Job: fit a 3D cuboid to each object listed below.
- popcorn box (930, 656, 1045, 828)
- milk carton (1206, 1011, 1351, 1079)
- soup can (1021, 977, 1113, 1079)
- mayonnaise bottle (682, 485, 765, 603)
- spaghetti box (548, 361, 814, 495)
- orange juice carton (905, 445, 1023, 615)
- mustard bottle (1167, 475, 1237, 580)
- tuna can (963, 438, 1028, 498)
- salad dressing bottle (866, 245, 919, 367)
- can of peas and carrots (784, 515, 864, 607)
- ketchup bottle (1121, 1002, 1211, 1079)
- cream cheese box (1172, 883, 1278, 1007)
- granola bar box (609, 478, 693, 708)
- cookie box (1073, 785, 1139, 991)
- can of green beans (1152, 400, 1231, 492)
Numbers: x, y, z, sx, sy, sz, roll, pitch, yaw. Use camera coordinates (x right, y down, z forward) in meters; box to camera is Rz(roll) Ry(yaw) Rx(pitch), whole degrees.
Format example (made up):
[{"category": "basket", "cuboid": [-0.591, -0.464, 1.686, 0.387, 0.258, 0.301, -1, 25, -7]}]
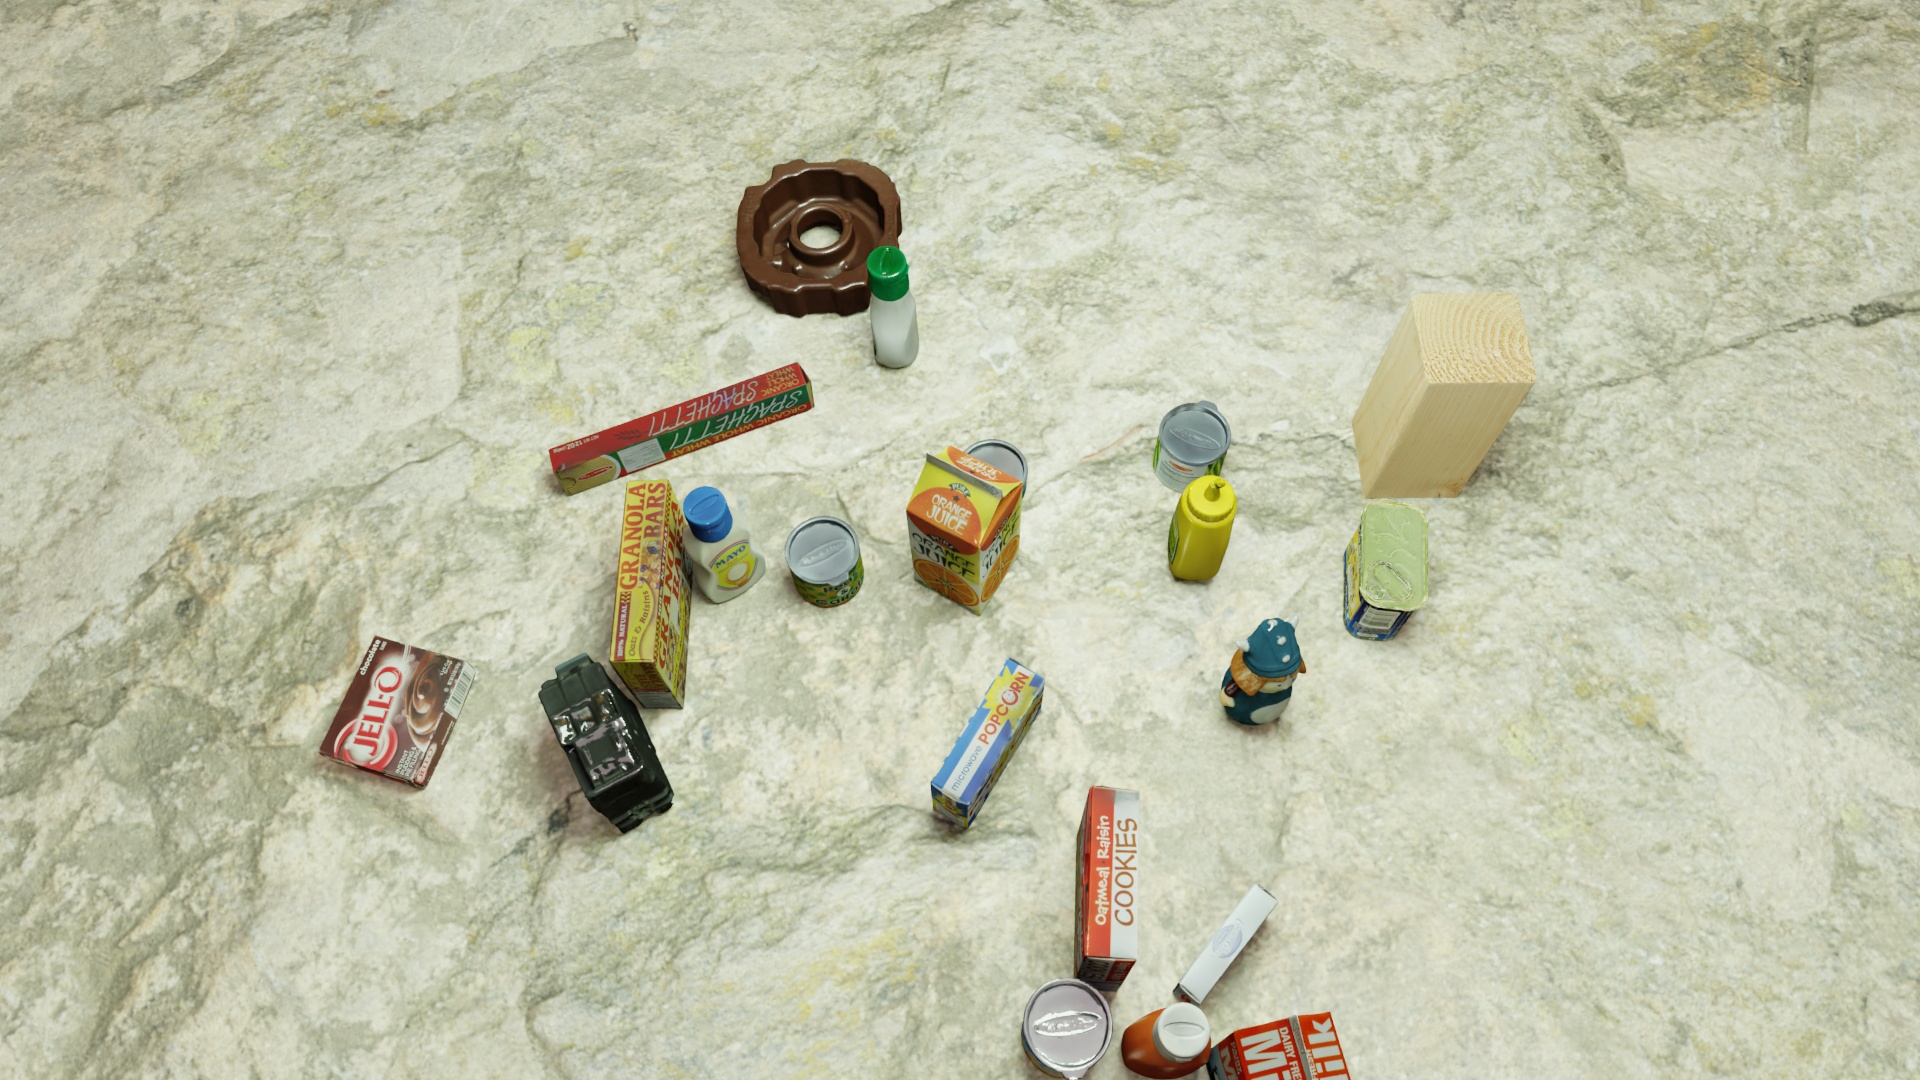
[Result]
[{"category": "popcorn box", "cuboid": [0.023, 0.170, 1.155, 0.038, 0.085, 0.127, 28, 68, 13]}, {"category": "milk carton", "cuboid": [0.230, 0.385, 0.991, 0.073, 0.189, 0.072, -10, 65, -4]}, {"category": "soup can", "cuboid": [0.080, 0.375, 1.057, 0.071, 0.083, 0.071, 0, 65, 1]}, {"category": "mayonnaise bottle", "cuboid": [-0.209, 0.002, 1.204, 0.065, 0.147, 0.041, -35, 69, -14]}, {"category": "spaghetti box", "cuboid": [-0.260, -0.106, 1.311, 0.250, 0.050, 0.029, -21, 66, -9]}, {"category": "orange juice carton", "cuboid": [0.004, -0.015, 1.184, 0.072, 0.192, 0.073, 28, 69, 13]}, {"category": "mustard bottle", "cuboid": [0.210, -0.019, 1.201, 0.049, 0.159, 0.065, 2, 65, 2]}, {"category": "tuna can", "cuboid": [0.028, -0.056, 1.292, 0.071, 0.032, 0.071, 0, 65, 1]}, {"category": "salad dressing bottle", "cuboid": [-0.064, -0.219, 1.308, 0.044, 0.147, 0.064, 7, 65, 4]}, {"category": "can of peas and carrots", "cuboid": [-0.119, 0.022, 1.243, 0.071, 0.058, 0.071, 0, 65, 1]}, {"category": "ketchup bottle", "cuboid": [0.156, 0.369, 1.023, 0.065, 0.148, 0.044, 1, 65, 2]}, {"category": "cream cheese box", "cuboid": [0.208, 0.321, 1.097, 0.024, 0.053, 0.104, 38, 71, 17]}, {"category": "granola bar box", "cuboid": [-0.263, 0.048, 1.196, 0.039, 0.123, 0.166, -1, 65, 0]}, {"category": "cookie box", "cuboid": [0.109, 0.269, 1.061, 0.040, 0.166, 0.123, 3, 65, 2]}, {"category": "can of green beans", "cuboid": [0.214, -0.085, 1.289, 0.071, 0.057, 0.071, 0, 65, 1]}]
